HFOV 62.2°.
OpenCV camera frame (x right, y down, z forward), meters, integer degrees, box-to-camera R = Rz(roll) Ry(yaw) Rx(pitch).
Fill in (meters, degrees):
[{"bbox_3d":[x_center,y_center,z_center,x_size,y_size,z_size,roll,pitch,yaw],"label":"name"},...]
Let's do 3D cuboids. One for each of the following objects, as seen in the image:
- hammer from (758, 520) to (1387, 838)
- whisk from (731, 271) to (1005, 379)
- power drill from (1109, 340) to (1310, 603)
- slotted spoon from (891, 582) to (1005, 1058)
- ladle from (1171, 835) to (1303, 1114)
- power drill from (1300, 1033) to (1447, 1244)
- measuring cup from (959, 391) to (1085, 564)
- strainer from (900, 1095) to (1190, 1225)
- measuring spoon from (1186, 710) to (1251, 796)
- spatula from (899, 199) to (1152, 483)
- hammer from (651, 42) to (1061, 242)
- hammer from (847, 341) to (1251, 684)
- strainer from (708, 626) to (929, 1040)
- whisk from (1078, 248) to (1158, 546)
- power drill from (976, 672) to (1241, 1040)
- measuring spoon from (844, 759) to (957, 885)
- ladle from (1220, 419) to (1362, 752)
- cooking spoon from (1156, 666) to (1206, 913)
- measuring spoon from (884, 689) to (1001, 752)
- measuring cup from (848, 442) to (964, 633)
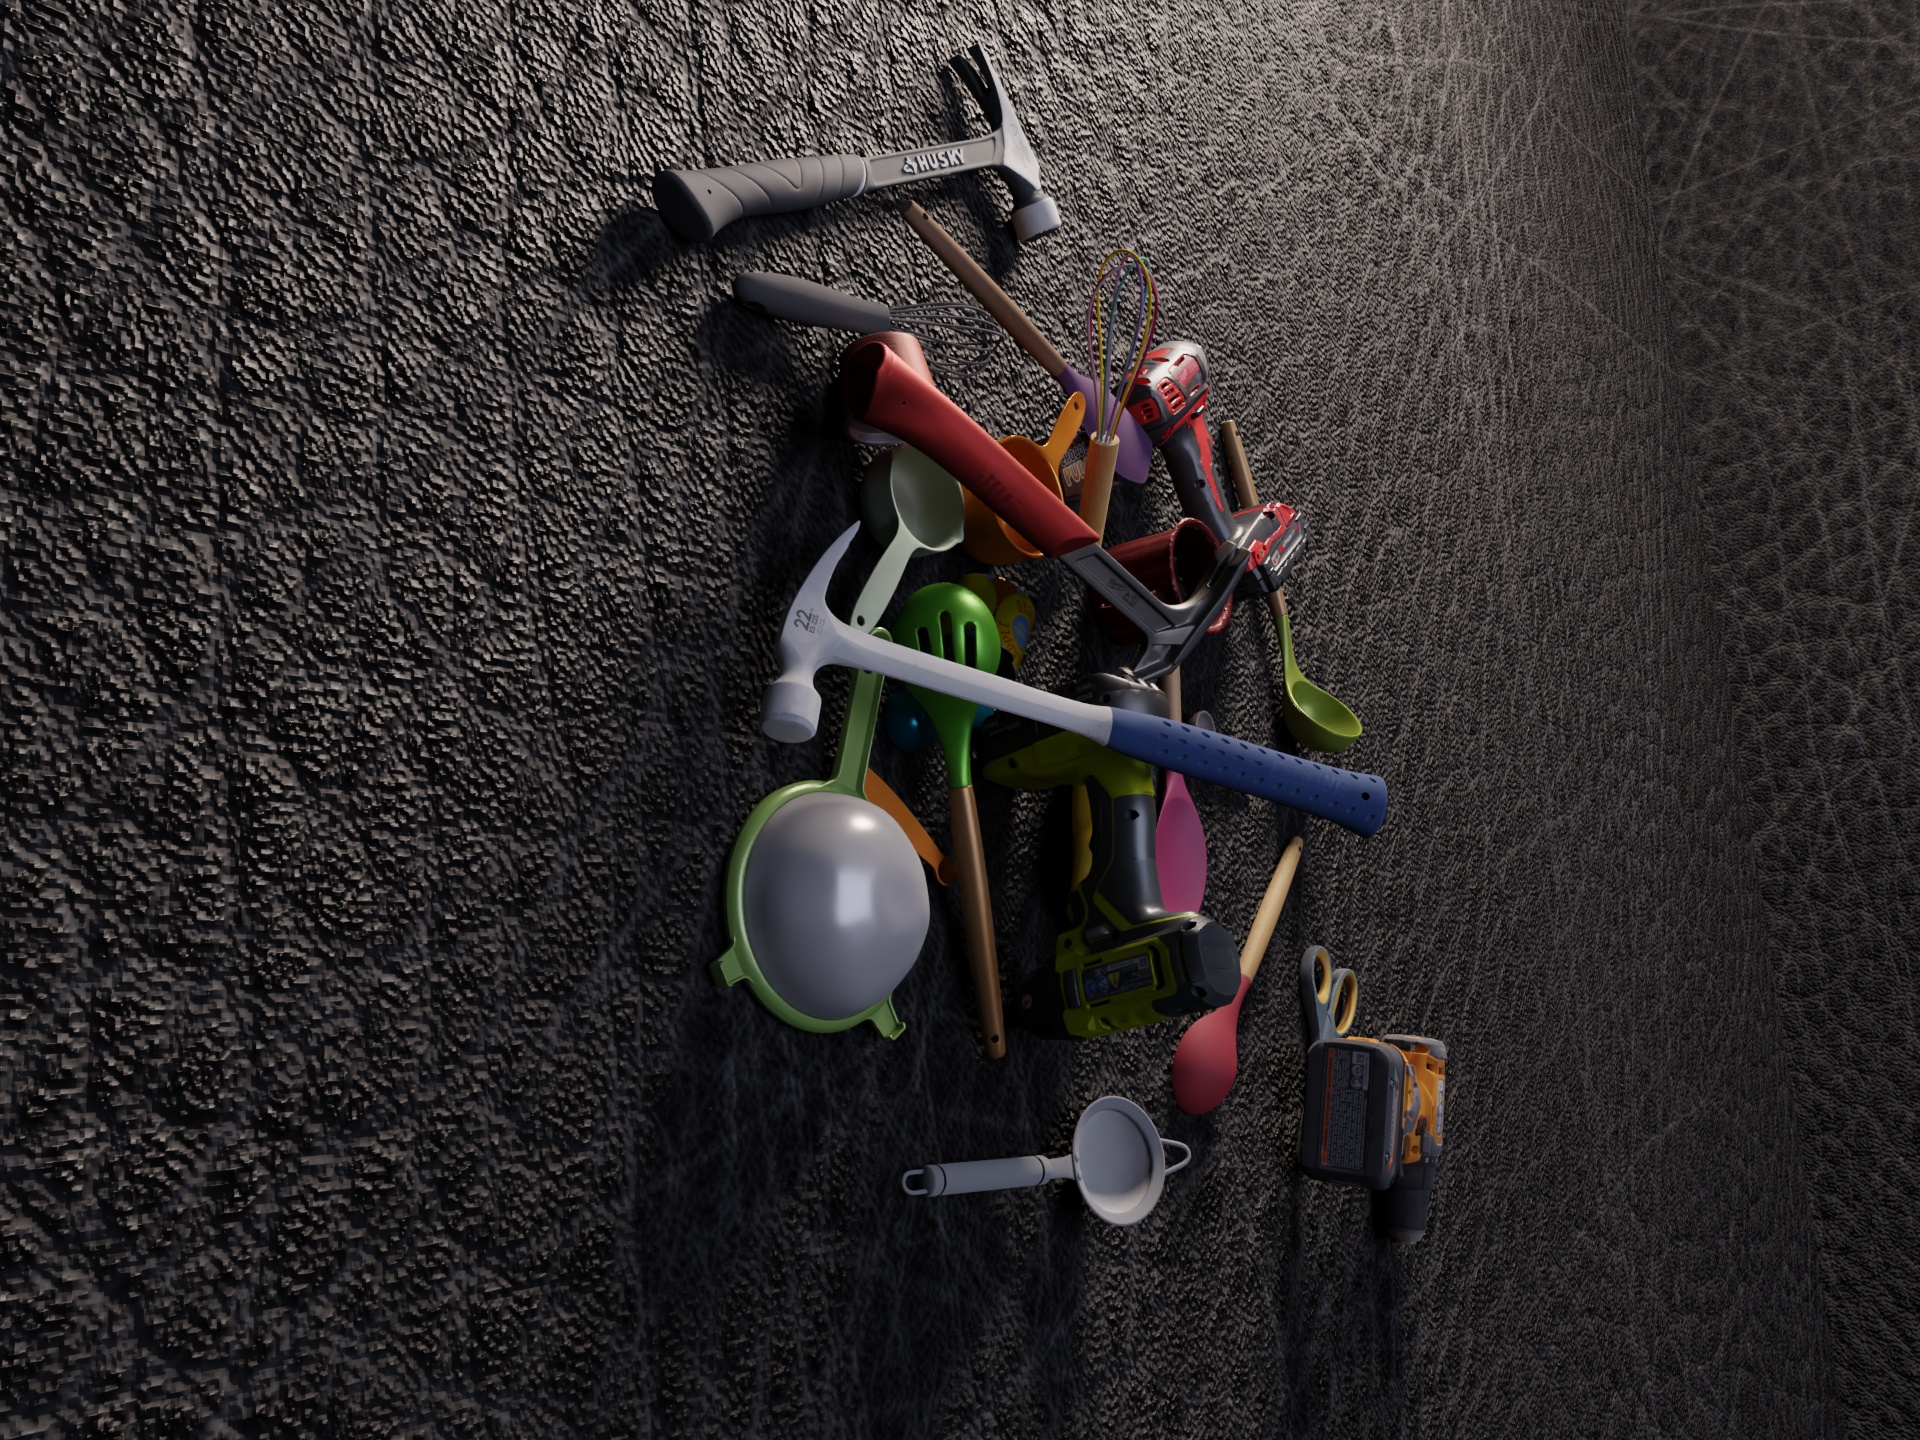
[{"bbox_3d":[0.082,-0.005,0.988,0.405,0.035,0.144,17,61,-15],"label":"hammer"},{"bbox_3d":[-0.058,-0.269,1.067,0.238,0.055,0.055,0,80,-47],"label":"whisk"},{"bbox_3d":[0.211,-0.218,1.365,0.219,0.078,0.143,59,41,-18],"label":"power drill"},{"bbox_3d":[0.005,0.067,1.031,0.031,0.070,0.313,-129,-148,-82],"label":"slotted spoon"},{"bbox_3d":[0.242,0.200,1.327,0.069,0.031,0.315,59,40,-22],"label":"ladle"},{"bbox_3d":[0.368,0.366,1.388,0.226,0.084,0.185,22,72,-57],"label":"power drill"},{"bbox_3d":[0.044,-0.183,1.158,0.095,0.052,0.174,54,44,-28],"label":"measuring cup"},{"bbox_3d":[0.055,0.297,1.055,0.258,0.050,0.087,11,66,-44],"label":"strainer"},{"bbox_3d":[0.220,0.033,1.358,0.124,0.018,0.034,46,51,-43],"label":"measuring spoon"},{"bbox_3d":[0.058,-0.275,1.180,0.315,0.018,0.060,38,55,-41],"label":"spatula"},{"bbox_3d":[-0.063,-0.382,1.096,0.409,0.036,0.149,-33,105,-50],"label":"hammer"},{"bbox_3d":[0.060,-0.145,1.075,0.358,0.037,0.149,36,90,-40],"label":"hammer"},{"bbox_3d":[-0.054,0.058,0.951,0.151,0.069,0.256,29,62,-41],"label":"strainer"},{"bbox_3d":[0.106,-0.226,1.152,0.051,0.047,0.244,-57,160,-46],"label":"whisk"},{"bbox_3d":[0.084,0.096,1.057,0.080,0.171,0.223,15,60,-48],"label":"power drill"},{"bbox_3d":[-0.040,0.066,1.024,0.116,0.011,0.021,49,54,-27],"label":"measuring spoon"},{"bbox_3d":[0.297,-0.124,1.461,0.078,0.062,0.320,-14,89,-52],"label":"ladle"},{"bbox_3d":[0.172,0.008,1.296,0.068,0.017,0.319,14,70,-42],"label":"cooking spoon"},{"bbox_3d":[-0.002,-0.003,1.077,0.128,0.021,0.042,-5,85,-50],"label":"measuring spoon"},{"bbox_3d":[-0.050,-0.112,1.038,0.083,0.038,0.168,49,48,-31],"label":"measuring cup"}]
